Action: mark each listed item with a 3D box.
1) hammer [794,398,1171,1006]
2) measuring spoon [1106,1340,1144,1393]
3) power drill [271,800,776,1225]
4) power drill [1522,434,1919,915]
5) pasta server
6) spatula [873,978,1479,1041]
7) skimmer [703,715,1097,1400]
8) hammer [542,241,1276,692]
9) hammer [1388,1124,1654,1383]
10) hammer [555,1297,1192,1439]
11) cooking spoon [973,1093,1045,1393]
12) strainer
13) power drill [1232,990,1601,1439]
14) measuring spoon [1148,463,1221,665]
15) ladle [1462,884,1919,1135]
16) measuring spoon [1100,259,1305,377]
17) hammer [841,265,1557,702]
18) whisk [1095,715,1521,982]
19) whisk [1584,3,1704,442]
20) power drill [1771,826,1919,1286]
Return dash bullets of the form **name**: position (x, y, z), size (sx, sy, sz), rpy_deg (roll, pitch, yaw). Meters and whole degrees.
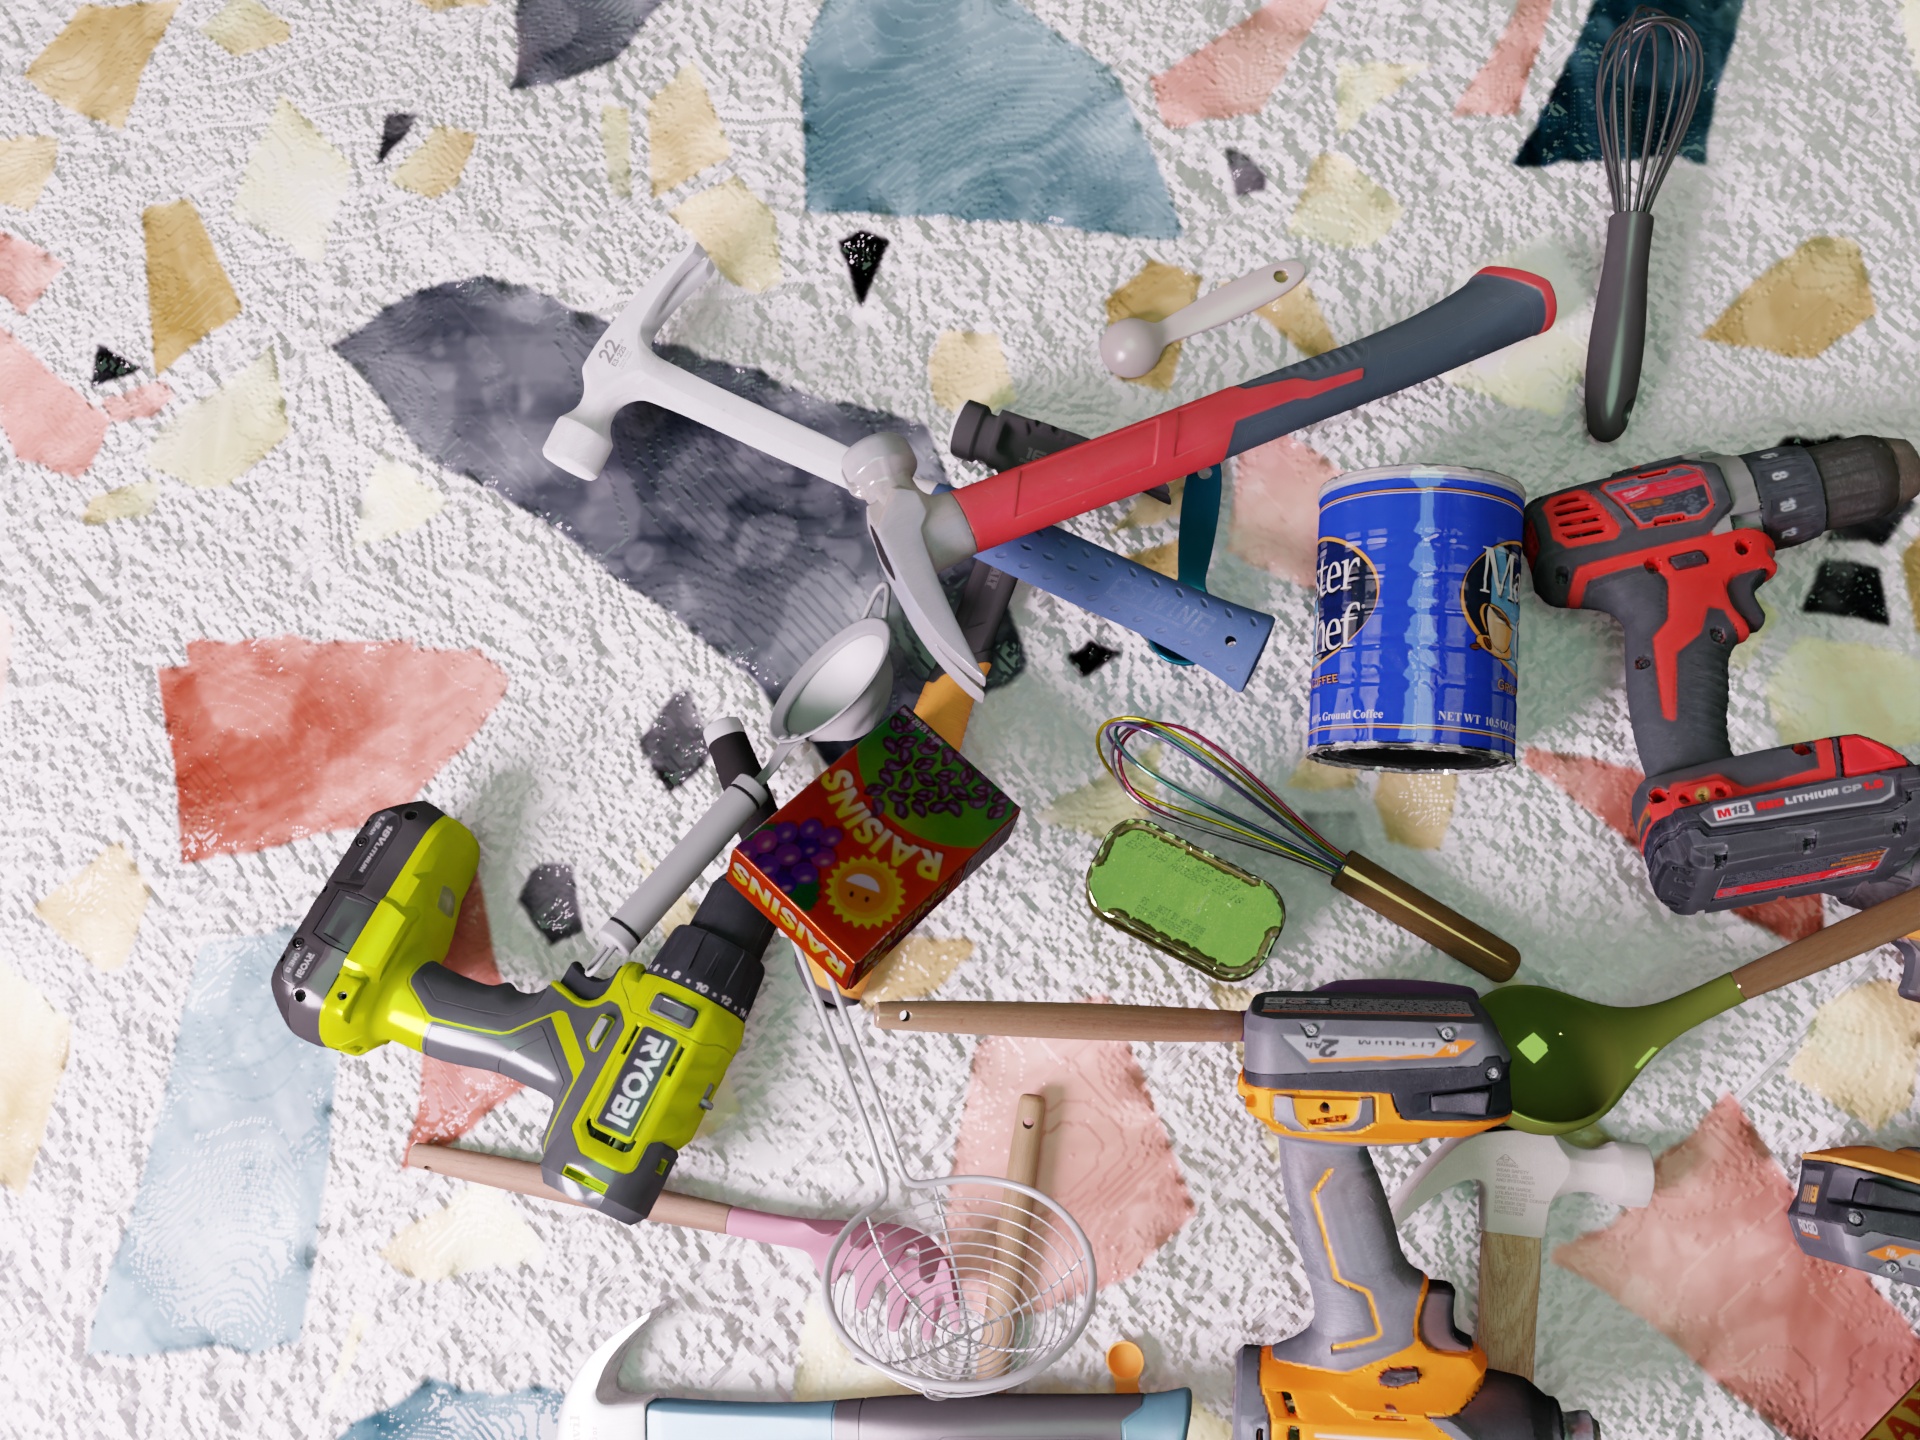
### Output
- **hammer**: position (-0.001, -0.003, 0.864), size (0.127, 0.034, 0.337), rpy_deg (21, 85, 11)
- **measuring spoon**: position (0.088, 0.374, 0.809), size (0.021, 0.011, 0.117), rpy_deg (-6, 84, 14)
- **power drill**: position (-0.221, 0.133, 0.845), size (0.228, 0.080, 0.191), rpy_deg (23, 70, 9)
- **power drill**: position (0.392, -0.035, 0.771), size (0.188, 0.080, 0.227), rpy_deg (-13, 63, 12)
- **pasta server**: position (-0.150, 0.265, 0.841), size (0.316, 0.060, 0.040), rpy_deg (8, 40, 11)
- **spatula**: position (0.114, 0.153, 0.789), size (0.316, 0.018, 0.060), rpy_deg (5, 82, -11)
- **skimmer**: position (-0.051, 0.146, 0.780), size (0.127, 0.090, 0.363), rpy_deg (-16, 69, -23)
- **hammer**: position (-0.023, -0.125, 0.851), size (0.405, 0.035, 0.144), rpy_deg (26, 86, 12)
- **hammer**: position (0.260, 0.366, 0.775), size (0.130, 0.031, 0.331), rpy_deg (5, 82, 8)
- **hammer**: position (-0.048, 0.359, 0.803), size (0.331, 0.033, 0.128), rpy_deg (-5, 81, 12)
- **cooking spoon**: position (0.013, 0.353, 0.816), size (0.069, 0.017, 0.319), rpy_deg (8, 83, 7)
- **strainer**: position (-0.102, 0.032, 0.809), size (0.258, 0.087, 0.050), rpy_deg (-50, 115, -25)
- **power drill**: position (0.208, 0.245, 0.737), size (0.164, 0.084, 0.226), rpy_deg (-1, 91, 13)
- **measuring spoon**: position (0.128, -0.088, 0.872), size (0.042, 0.021, 0.129), rpy_deg (7, 73, 9)
- **ladle**: position (0.381, 0.107, 0.733), size (0.320, 0.062, 0.078), rpy_deg (-32, 46, 24)
- **measuring spoon**: position (0.136, -0.229, 0.887), size (0.124, 0.018, 0.034), rpy_deg (-25, 79, 2)
- **hammer**: position (0.143, -0.139, 0.812), size (0.386, 0.038, 0.143), rpy_deg (-22, 71, -11)
- **whisk**: position (0.178, 0.067, 0.831), size (0.245, 0.051, 0.047), rpy_deg (31, 107, 7)
- **whisk**: position (0.359, -0.266, 0.853), size (0.055, 0.055, 0.239), rpy_deg (7, 88, 9)
- **power drill**: position (0.458, 0.152, 0.759), size (0.185, 0.084, 0.226), rpy_deg (14, 79, 14)
